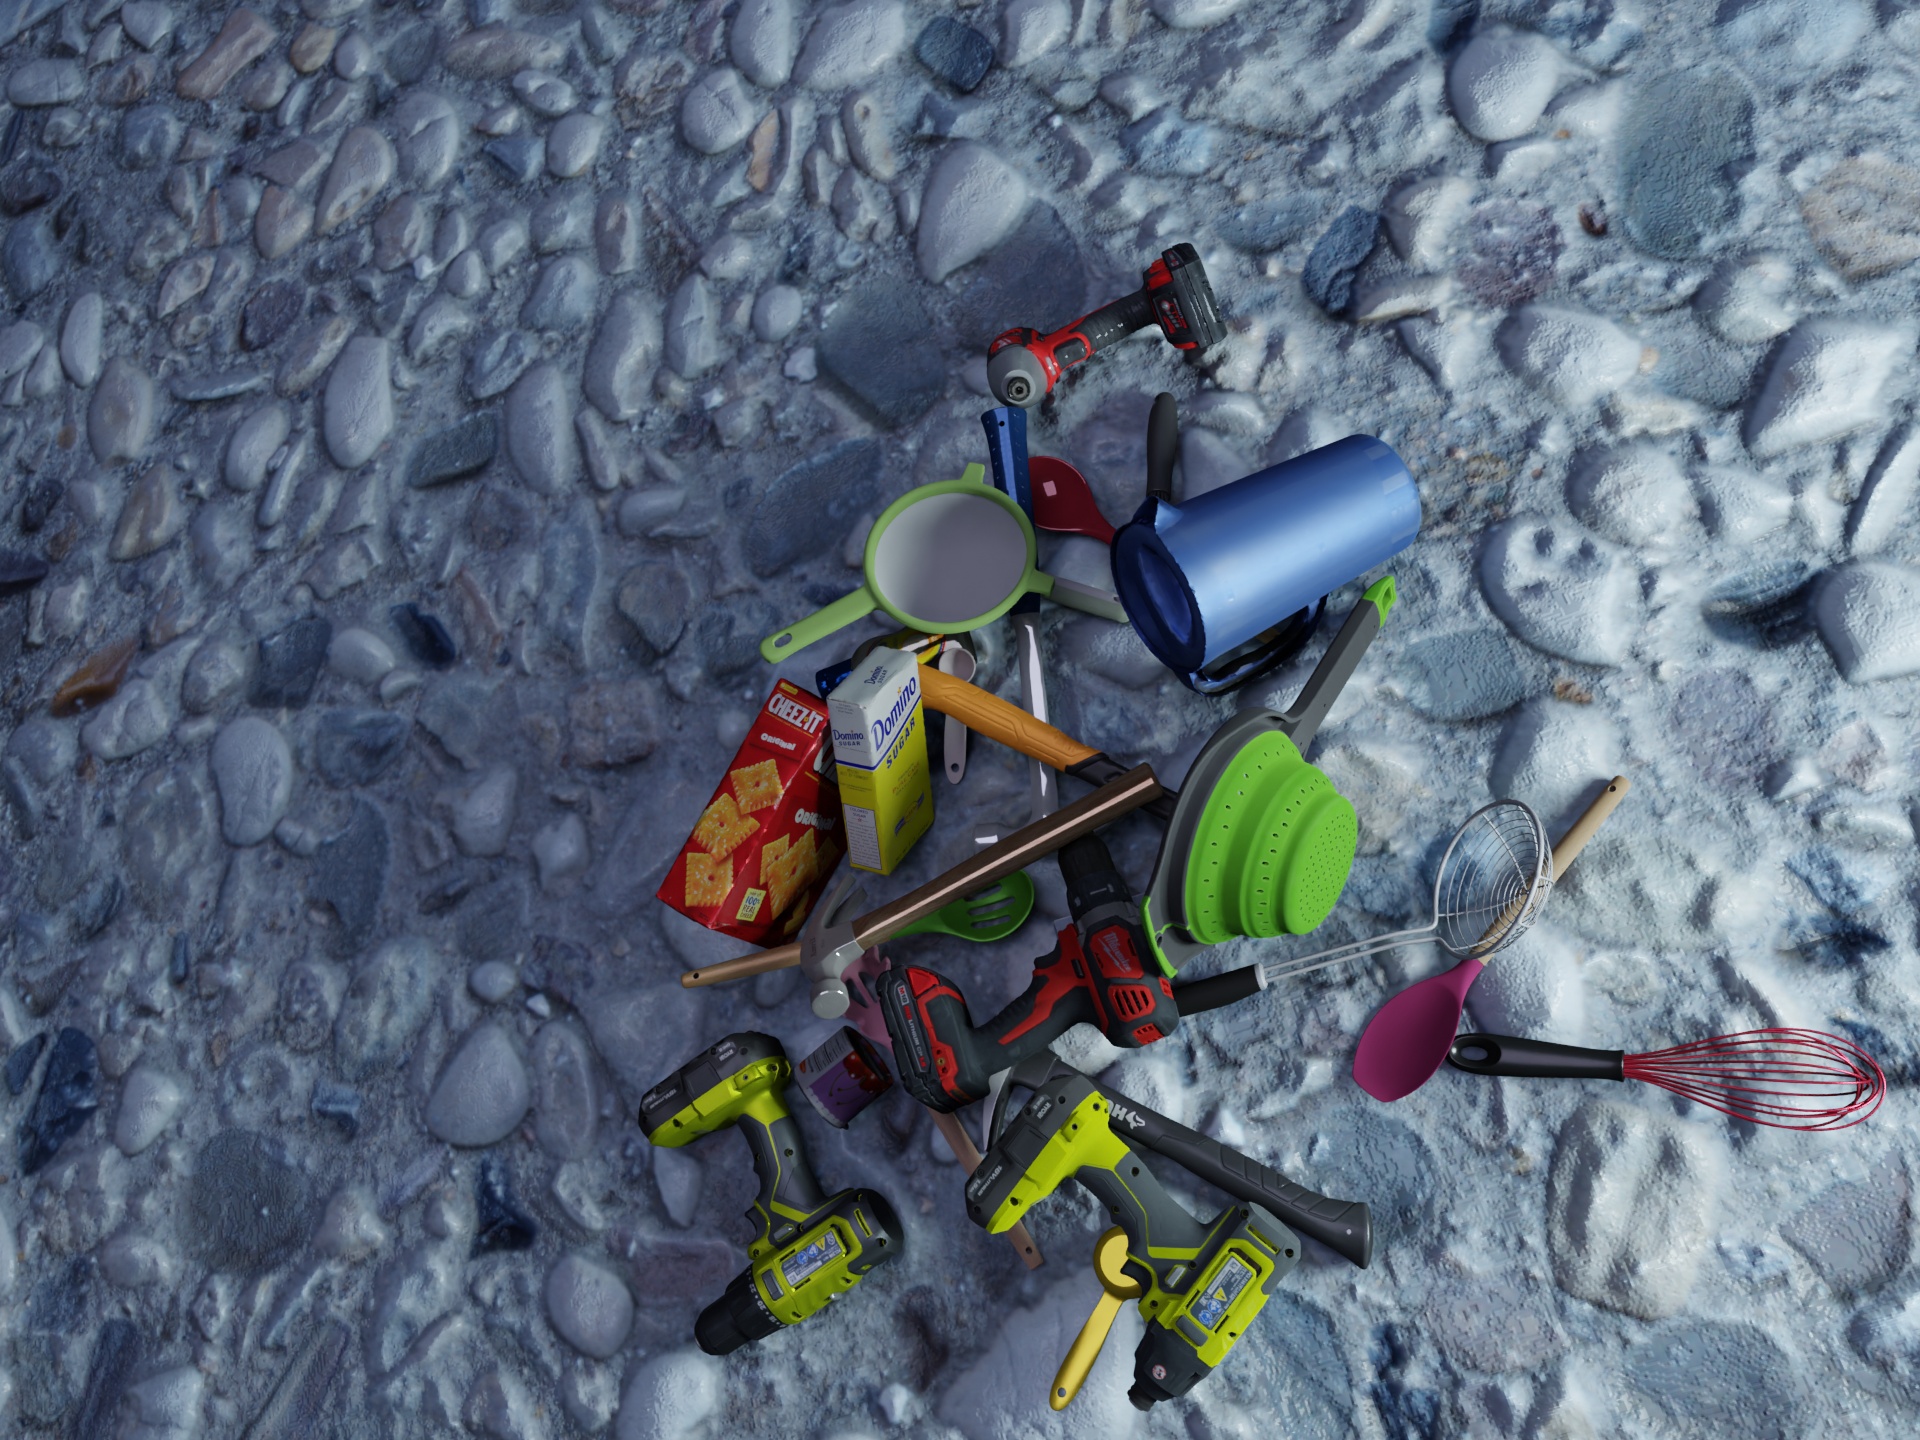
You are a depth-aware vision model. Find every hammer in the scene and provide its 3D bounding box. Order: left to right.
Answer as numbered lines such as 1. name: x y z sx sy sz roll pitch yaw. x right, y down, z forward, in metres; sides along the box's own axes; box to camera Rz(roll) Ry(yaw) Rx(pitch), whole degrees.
1. hammer: 0.014 0.123 1.309 0.331 0.031 0.130 -29 32 6
2. hammer: 0.065 -0.084 1.414 0.144 0.035 0.406 -9 79 16
3. hammer: 0.089 0.019 1.352 0.337 0.034 0.127 26 90 20
4. hammer: 0.170 0.340 1.263 0.335 0.035 0.146 23 80 25

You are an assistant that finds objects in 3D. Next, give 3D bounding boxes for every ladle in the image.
1. ladle: 0.170 -0.146 1.436 0.316 0.031 0.069 36 81 25

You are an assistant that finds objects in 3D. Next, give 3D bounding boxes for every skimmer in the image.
1. skimmer: 0.284 0.165 1.247 0.363 0.090 0.127 -20 35 17

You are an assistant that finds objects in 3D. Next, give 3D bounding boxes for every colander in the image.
1. colander: 0.285 0.039 1.253 0.095 0.204 0.397 20 61 34

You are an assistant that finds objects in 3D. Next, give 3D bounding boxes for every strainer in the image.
1. strainer: -0.052 -0.105 1.381 0.256 0.069 0.152 -28 64 -4

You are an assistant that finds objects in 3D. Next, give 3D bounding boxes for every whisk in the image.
1. whisk: 0.047 -0.136 1.467 0.246 0.058 0.059 19 121 20
2. whisk: 0.178 -0.204 1.426 0.055 0.055 0.239 -4 58 19
3. whisk: 0.506 0.254 1.162 0.296 0.073 0.073 -1 72 27

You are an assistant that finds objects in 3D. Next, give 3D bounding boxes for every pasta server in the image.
1. pasta server: -0.022 0.319 1.338 0.060 0.040 0.316 -30 64 -13

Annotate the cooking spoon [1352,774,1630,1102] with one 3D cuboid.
1. cooking spoon: 0.419 0.168 1.240 0.319 0.017 0.069 -50 42 -2

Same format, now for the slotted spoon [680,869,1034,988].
1. slotted spoon: -0.088 0.187 1.374 0.313 0.031 0.070 -14 63 -2

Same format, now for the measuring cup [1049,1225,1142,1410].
1. measuring cup: 0.108 0.467 1.243 0.062 0.029 0.156 25 79 25

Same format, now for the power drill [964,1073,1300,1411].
1. power drill: 0.119 0.393 1.207 0.223 0.080 0.171 38 92 20

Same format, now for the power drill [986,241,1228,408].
1. power drill: 0.127 -0.353 1.465 0.219 0.078 0.143 -21 23 12

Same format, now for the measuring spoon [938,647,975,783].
1. measuring spoon: -0.002 -0.005 1.440 0.034 0.018 0.124 4 97 18

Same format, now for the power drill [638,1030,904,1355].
1. power drill: -0.179 0.400 1.346 0.190 0.080 0.229 -35 66 6

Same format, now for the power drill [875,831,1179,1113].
1. power drill: 0.050 0.203 1.297 0.226 0.080 0.188 -25 59 10
